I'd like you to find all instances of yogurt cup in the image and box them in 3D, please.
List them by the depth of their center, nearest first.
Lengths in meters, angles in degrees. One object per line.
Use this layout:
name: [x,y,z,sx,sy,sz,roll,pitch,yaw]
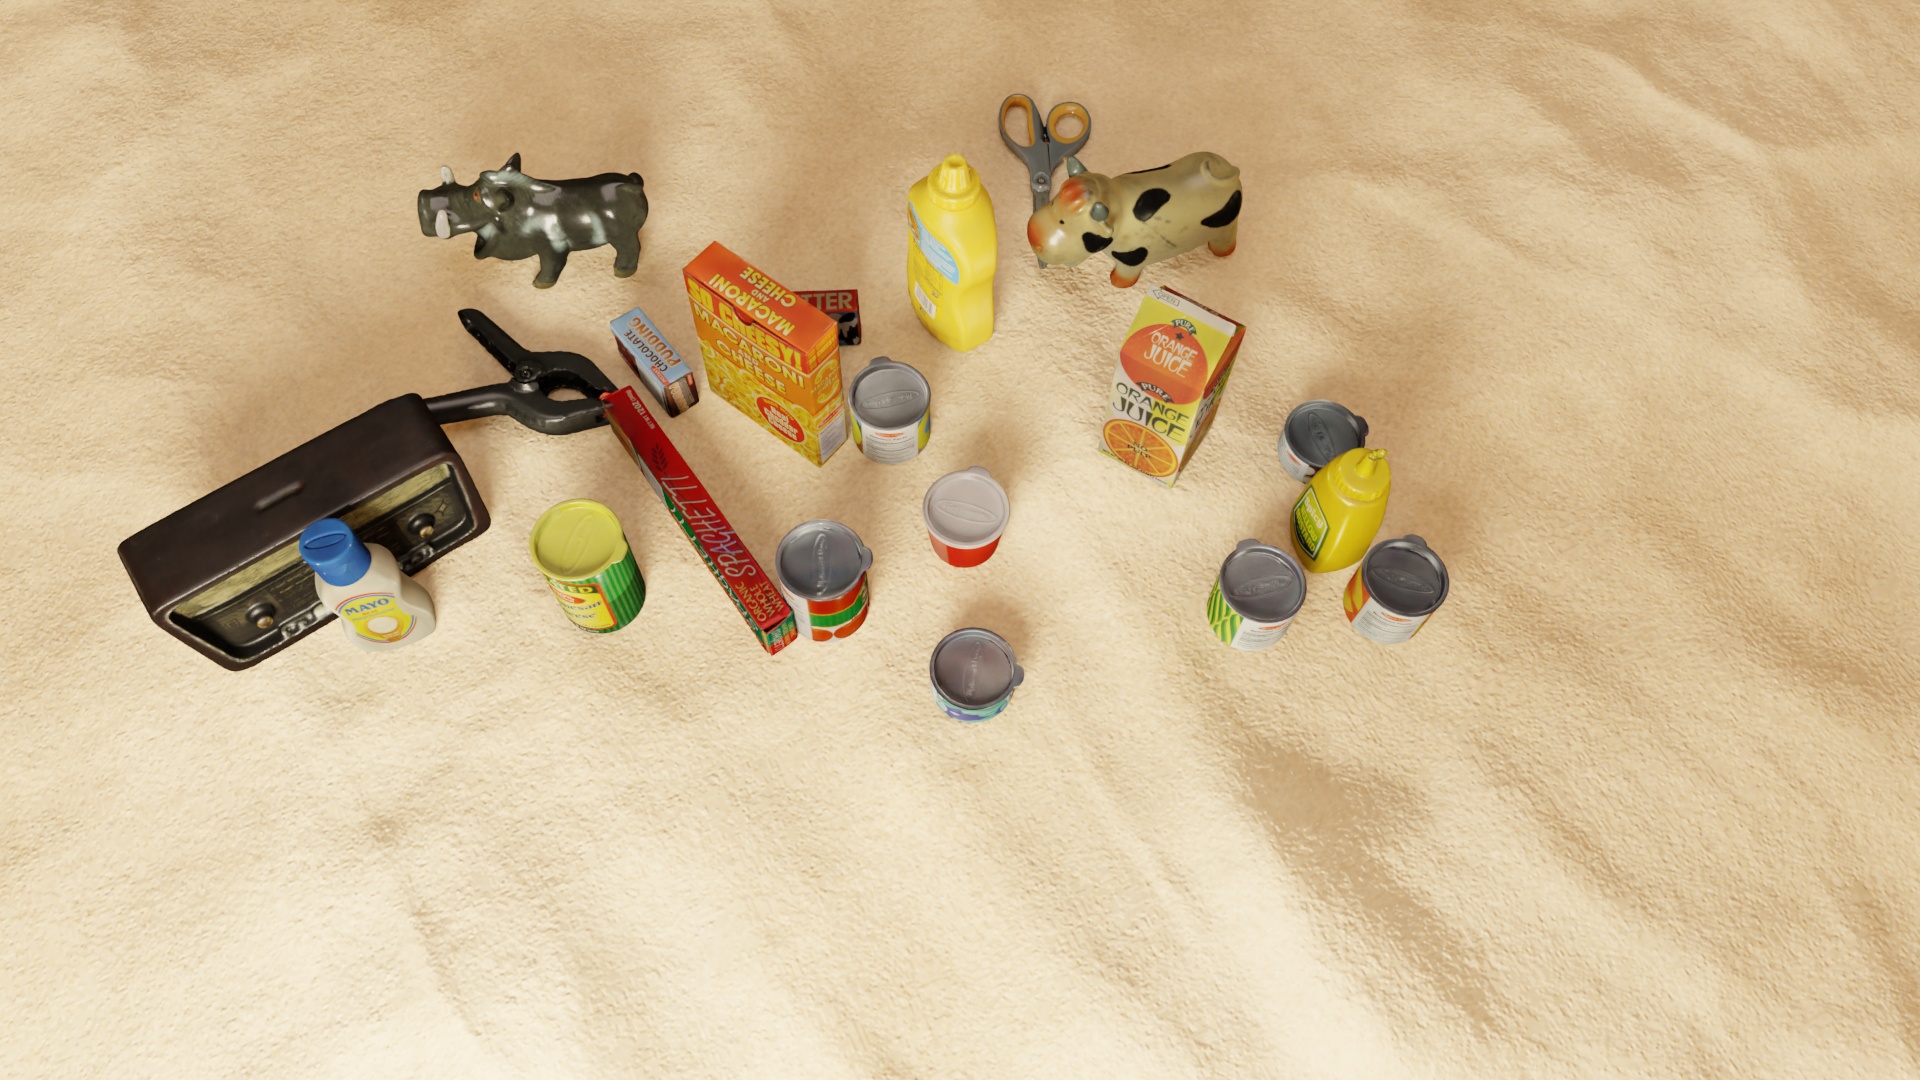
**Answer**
yogurt cup: [0.004,-0.014,1.091,0.072,0.053,0.072,1,63,-1]

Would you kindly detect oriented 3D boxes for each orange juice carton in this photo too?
orange juice carton: [0.164,-0.126,1.076,0.072,0.191,0.073,30,66,13]

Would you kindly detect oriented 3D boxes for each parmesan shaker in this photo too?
parmesan shaker: [-0.274,0.022,1.038,0.071,0.102,0.071,1,63,-1]

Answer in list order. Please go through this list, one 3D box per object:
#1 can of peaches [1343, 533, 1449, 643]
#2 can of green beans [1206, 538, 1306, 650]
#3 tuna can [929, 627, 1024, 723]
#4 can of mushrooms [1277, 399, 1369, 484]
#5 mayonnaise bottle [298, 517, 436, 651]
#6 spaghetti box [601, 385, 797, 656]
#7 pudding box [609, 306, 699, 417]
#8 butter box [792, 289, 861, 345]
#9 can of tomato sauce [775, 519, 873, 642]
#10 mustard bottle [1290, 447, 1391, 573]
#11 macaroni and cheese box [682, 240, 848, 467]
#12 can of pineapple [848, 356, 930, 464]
can of peaches: [0.336,0.038,1.072,0.071,0.057,0.071,1,63,-1]
can of green beans: [0.226,0.044,1.066,0.071,0.057,0.071,1,63,-1]
tuna can: [0.012,0.102,1.044,0.071,0.032,0.071,1,63,-1]
can of mushrooms: [0.299,-0.080,1.145,0.071,0.033,0.071,1,63,-1]
mayonnaise bottle: [-0.431,0.033,1.002,0.065,0.147,0.041,-17,65,-10]
spaghetti box: [-0.206,-0.018,1.090,0.029,0.050,0.250,-32,68,-16]
pudding box: [-0.255,-0.148,1.155,0.030,0.049,0.084,-35,69,-17]
butter box: [-0.137,-0.187,1.176,0.103,0.053,0.024,-3,63,-3]
can of tomato sauce: [-0.101,0.031,1.049,0.071,0.082,0.071,1,63,-1]
mustard bottle: [0.291,-0.031,1.048,0.049,0.159,0.065,-13,64,-8]
macaroni and cheese box: [-0.150,-0.141,1.089,0.124,0.165,0.040,35,68,15]
can of pineapple: [-0.057,-0.105,1.134,0.071,0.057,0.071,1,63,-1]
